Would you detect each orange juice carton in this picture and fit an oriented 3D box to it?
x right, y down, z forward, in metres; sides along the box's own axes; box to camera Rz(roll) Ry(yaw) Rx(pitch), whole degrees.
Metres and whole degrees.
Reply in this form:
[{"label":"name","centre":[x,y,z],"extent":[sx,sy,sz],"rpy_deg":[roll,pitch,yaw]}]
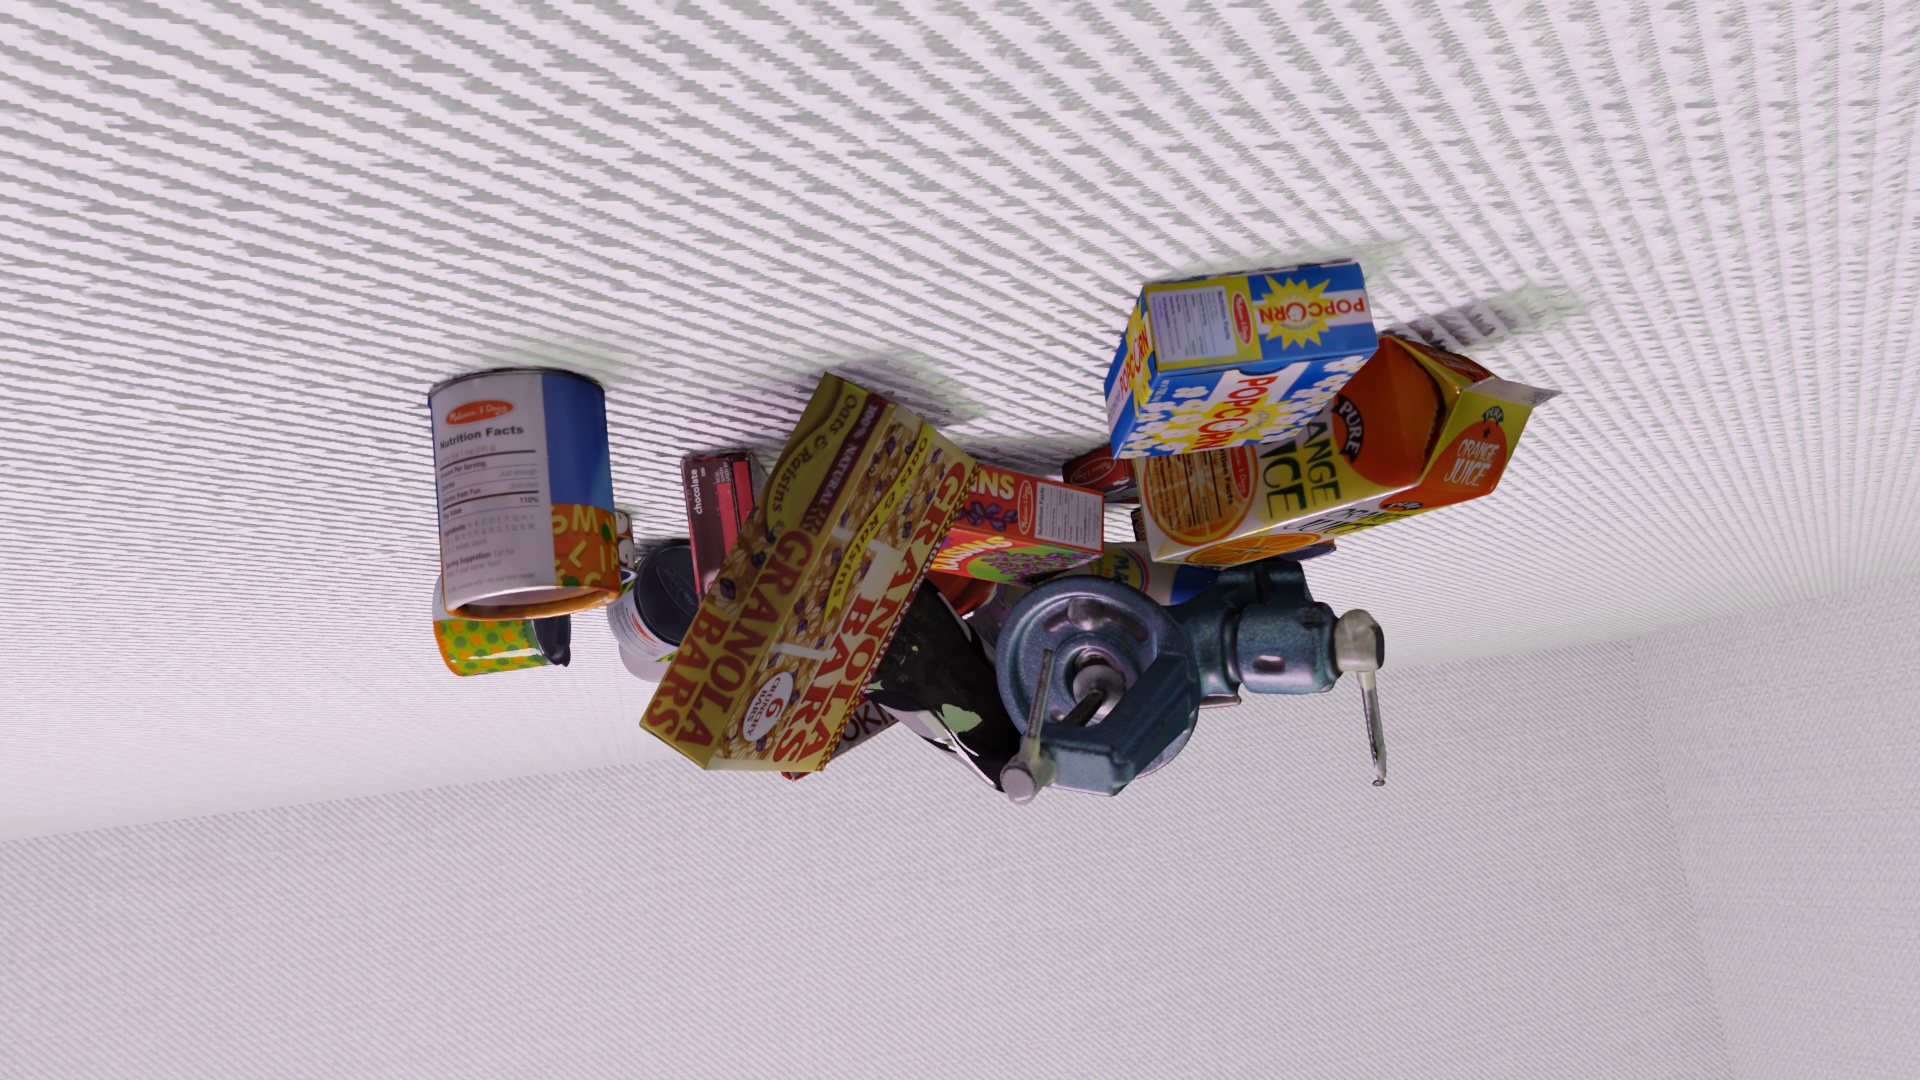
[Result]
[{"label":"orange juice carton","centre":[0.181,-0.044,0.666],"extent":[0.072,0.073,0.192],"rpy_deg":[4,163,-45]}]

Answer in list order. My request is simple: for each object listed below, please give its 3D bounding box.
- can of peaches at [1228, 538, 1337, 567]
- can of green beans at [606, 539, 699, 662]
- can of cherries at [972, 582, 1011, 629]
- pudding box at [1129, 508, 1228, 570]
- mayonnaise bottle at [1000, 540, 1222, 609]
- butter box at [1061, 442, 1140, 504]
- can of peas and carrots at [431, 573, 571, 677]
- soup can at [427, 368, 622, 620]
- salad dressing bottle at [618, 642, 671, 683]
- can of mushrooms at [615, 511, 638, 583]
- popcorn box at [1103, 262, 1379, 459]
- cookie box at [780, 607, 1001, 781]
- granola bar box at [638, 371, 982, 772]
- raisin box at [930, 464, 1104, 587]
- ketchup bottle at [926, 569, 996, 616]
[{"label":"can of peaches","centre":[0.191,-0.017,0.847],"extent":[0.071,0.058,0.071],"rpy_deg":[-7,169,-1]},{"label":"can of green beans","centre":[-0.175,0.038,0.843],"extent":[0.071,0.071,0.057],"rpy_deg":[-1,167,-31]},{"label":"can of cherries","centre":[0.037,0.040,1.026],"extent":[0.071,0.058,0.071],"rpy_deg":[-8,170,-1]},{"label":"pudding box","centre":[0.153,0.003,0.945],"extent":[0.030,0.050,0.084],"rpy_deg":[-19,164,38]},{"label":"mayonnaise bottle","centre":[0.103,0.027,0.888],"extent":[0.148,0.065,0.041],"rpy_deg":[9,174,21]},{"label":"butter box","centre":[0.113,-0.037,0.777],"extent":[0.104,0.024,0.053],"rpy_deg":[1,167,-34]},{"label":"can of peas and carrots","centre":[-0.265,0.046,0.809],"extent":[0.059,0.071,0.071],"rpy_deg":[-8,169,2]},{"label":"soup can","centre":[-0.166,-0.015,0.536],"extent":[0.071,0.084,0.071],"rpy_deg":[-8,169,-1]},{"label":"salad dressing bottle","centre":[-0.179,0.053,0.942],"extent":[0.044,0.064,0.147],"rpy_deg":[-8,164,-44]},{"label":"can of mushrooms","centre":[-0.209,0.006,0.744],"extent":[0.071,0.033,0.071],"rpy_deg":[-7,169,-1]},{"label":"popcorn box","centre":[0.110,-0.070,0.574],"extent":[0.085,0.038,0.126],"rpy_deg":[-6,169,-2]},{"label":"cookie box","centre":[-0.053,0.108,0.954],"extent":[0.168,0.040,0.122],"rpy_deg":[-28,176,-12]},{"label":"granola bar box","centre":[-0.060,0.020,0.611],"extent":[0.039,0.165,0.124],"rpy_deg":[27,179,20]},{"label":"raisin box","centre":[0.003,-0.009,0.742],"extent":[0.123,0.040,0.086],"rpy_deg":[12,163,-25]},{"label":"ketchup bottle","centre":[-0.001,0.024,0.923],"extent":[0.043,0.064,0.148],"rpy_deg":[35,179,10]}]
